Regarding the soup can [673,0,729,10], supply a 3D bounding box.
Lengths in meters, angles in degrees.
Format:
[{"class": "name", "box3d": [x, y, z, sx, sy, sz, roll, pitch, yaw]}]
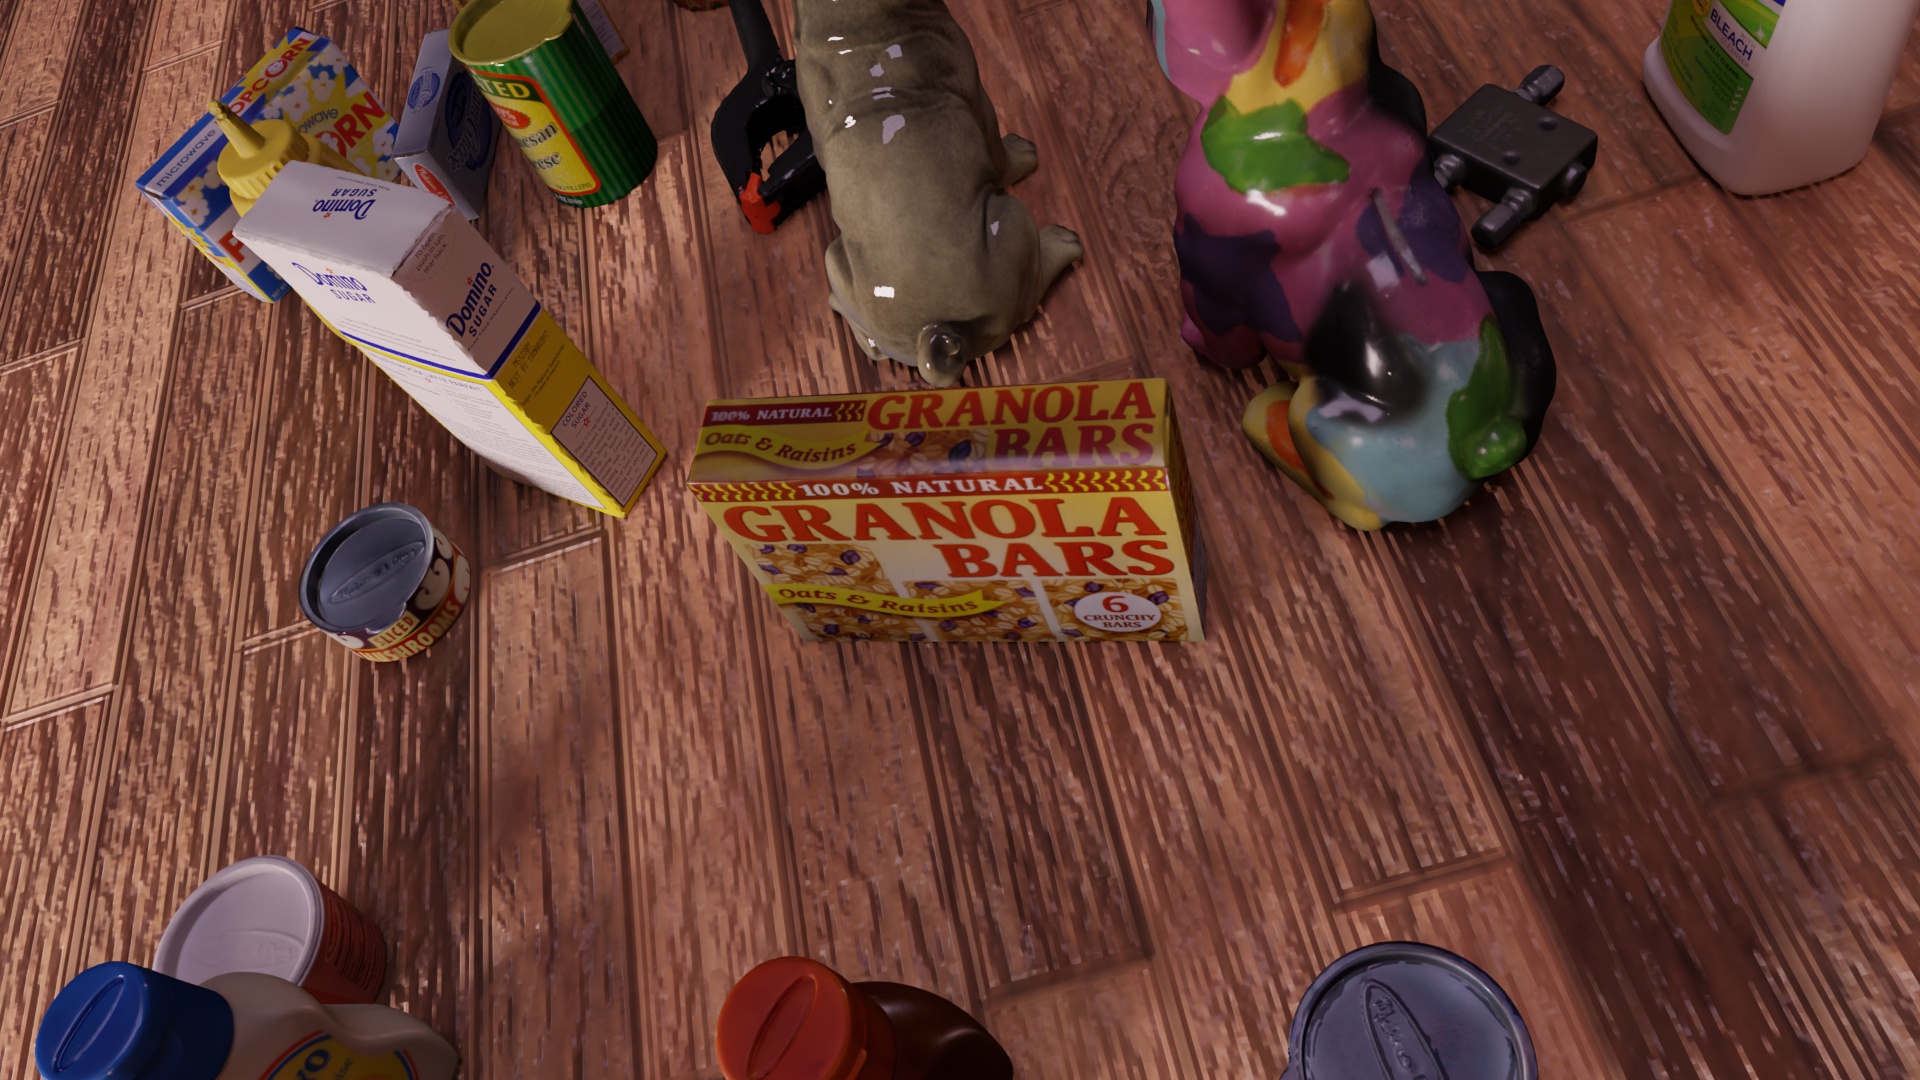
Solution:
[{"class": "soup can", "box3d": [-0.158, -0.360, 0.800, 0.071, 0.083, 0.071, -8, 58, 12]}]

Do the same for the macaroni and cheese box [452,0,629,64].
[{"class": "macaroni and cheese box", "box3d": [-0.270, -0.344, 0.773, 0.124, 0.165, 0.040, 32, 73, 30]}]

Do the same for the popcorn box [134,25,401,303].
[{"class": "popcorn box", "box3d": [-0.374, -0.207, 0.768, 0.038, 0.085, 0.127, 23, 68, 27]}]

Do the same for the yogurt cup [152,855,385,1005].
[{"class": "yogurt cup", "box3d": [-0.257, 0.160, 0.525, 0.072, 0.053, 0.073, -8, 58, 12]}]

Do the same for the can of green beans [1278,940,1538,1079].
[{"class": "can of green beans", "box3d": [0.132, 0.158, 0.409, 0.071, 0.057, 0.071, -8, 58, 12]}]

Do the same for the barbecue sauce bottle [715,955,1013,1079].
[{"class": "barbecue sauce bottle", "box3d": [-0.025, 0.157, 0.401, 0.044, 0.148, 0.065, 22, 68, 27]}]

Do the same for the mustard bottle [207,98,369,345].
[{"class": "mustard bottle", "box3d": [-0.308, -0.155, 0.671, 0.049, 0.159, 0.065, 6, 61, 20]}]

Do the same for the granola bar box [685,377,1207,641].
[{"class": "granola bar box", "box3d": [0.002, -0.006, 0.509, 0.165, 0.123, 0.039, -1, 59, 16]}]

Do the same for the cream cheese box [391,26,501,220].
[{"class": "cream cheese box", "box3d": [-0.284, -0.232, 0.777, 0.024, 0.053, 0.104, -9, 57, 11]}]

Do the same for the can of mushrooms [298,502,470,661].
[{"class": "can of mushrooms", "box3d": [-0.257, 0.021, 0.624, 0.071, 0.033, 0.071, -7, 58, 12]}]

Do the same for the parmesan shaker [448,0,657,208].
[{"class": "parmesan shaker", "box3d": [-0.207, -0.231, 0.723, 0.071, 0.102, 0.071, -8, 58, 12]}]

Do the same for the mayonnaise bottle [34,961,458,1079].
[{"class": "mayonnaise bottle", "box3d": [-0.227, 0.173, 0.451, 0.041, 0.147, 0.065, 17, 66, 25]}]
